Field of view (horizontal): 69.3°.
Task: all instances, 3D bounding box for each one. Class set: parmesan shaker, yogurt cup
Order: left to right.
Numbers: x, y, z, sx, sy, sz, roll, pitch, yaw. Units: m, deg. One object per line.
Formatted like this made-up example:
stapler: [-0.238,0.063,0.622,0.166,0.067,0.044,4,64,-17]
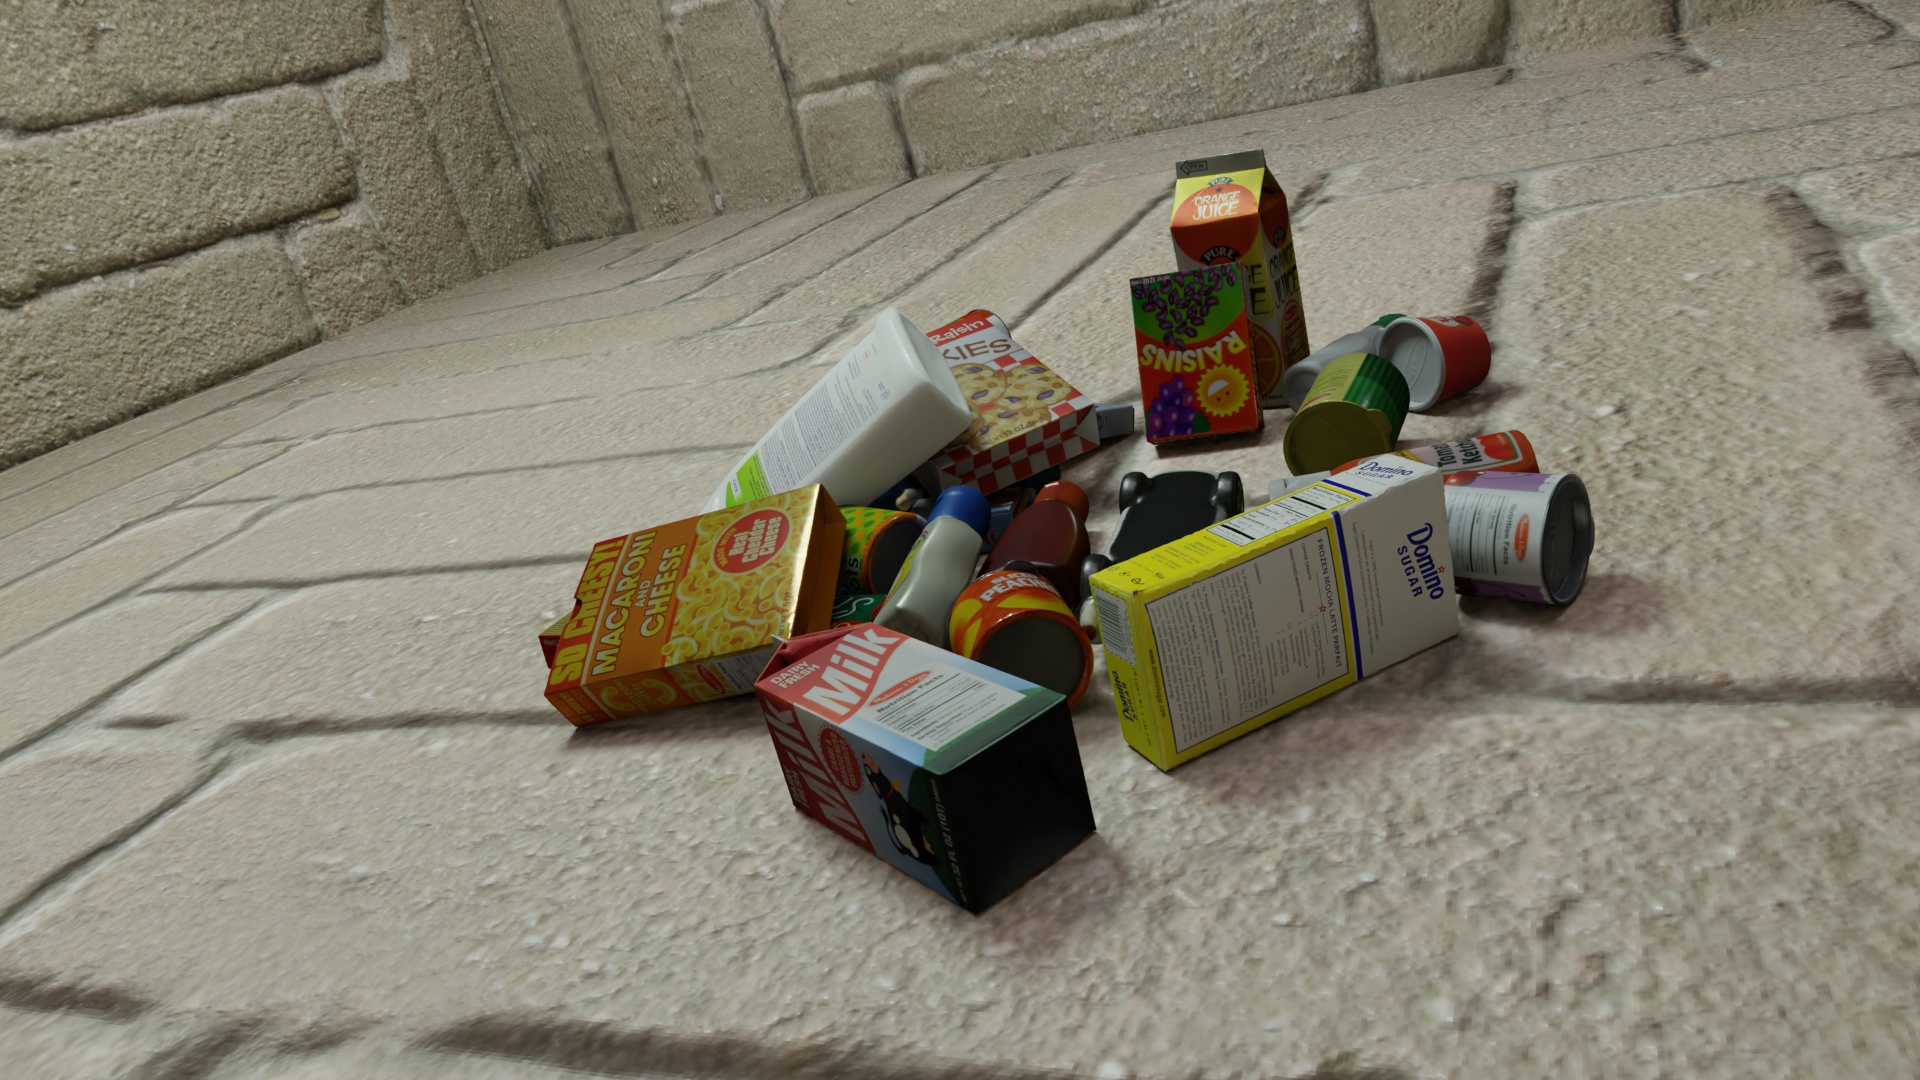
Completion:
parmesan shaker: [0.257,-0.078,0.909,0.071,0.071,0.103,-3,23,27]
yogurt cup: [0.341,-0.131,0.997,0.054,0.072,0.072,-14,19,-22]

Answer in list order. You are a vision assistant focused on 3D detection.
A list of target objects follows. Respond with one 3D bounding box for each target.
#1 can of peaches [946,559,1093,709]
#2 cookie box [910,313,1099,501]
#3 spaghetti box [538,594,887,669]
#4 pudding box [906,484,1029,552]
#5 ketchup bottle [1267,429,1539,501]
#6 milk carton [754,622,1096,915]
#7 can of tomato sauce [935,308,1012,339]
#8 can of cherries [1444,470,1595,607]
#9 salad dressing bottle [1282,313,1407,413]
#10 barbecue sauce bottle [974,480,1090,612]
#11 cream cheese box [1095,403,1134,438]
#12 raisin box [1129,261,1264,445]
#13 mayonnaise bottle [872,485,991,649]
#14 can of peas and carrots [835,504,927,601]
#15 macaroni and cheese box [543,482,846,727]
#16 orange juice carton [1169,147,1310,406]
can of peaches: [0.031,0.053,0.717,0.071,0.071,0.058,-16,22,-5]
cookie box: [0.003,-0.098,1.002,0.123,0.040,0.168,-24,40,-17]
spaghetti box: [-0.156,0.059,0.877,0.250,0.028,0.050,-3,25,28]
pudding box: [0.003,-0.012,0.955,0.083,0.030,0.050,-8,21,16]
ketchup bottle: [0.259,-0.029,0.818,0.149,0.043,0.065,-10,21,13]
milk carton: [-0.032,0.094,0.650,0.074,0.072,0.190,-27,26,-31]
can of tomato sauce: [-0.001,-0.176,1.325,0.071,0.071,0.083,6,29,42]
can of cherries: [0.281,-0.002,0.707,0.058,0.071,0.072,5,28,43]
salad dressing bottle: [0.303,-0.137,1.063,0.148,0.044,0.064,-30,8,-40]
barbecue sauce bottle: [0.052,0.005,0.863,0.065,0.043,0.149,-14,19,19]
cream cheese box: [0.082,-0.090,1.078,0.104,0.024,0.053,-13,15,-40]
raisin box: [0.175,-0.138,1.031,0.086,0.123,0.040,-6,-2,17]
mayonnaise bottle: [-0.016,0.021,0.814,0.041,0.064,0.149,29,36,-4]
can of peas and carrots: [-0.056,0.014,0.879,0.058,0.070,0.071,7,30,44]
macaroni and cheese box: [-0.157,0.038,0.832,0.166,0.040,0.124,-13,44,19]
orange juice carton: [0.217,-0.204,1.080,0.072,0.192,0.073,-2,22,31]
